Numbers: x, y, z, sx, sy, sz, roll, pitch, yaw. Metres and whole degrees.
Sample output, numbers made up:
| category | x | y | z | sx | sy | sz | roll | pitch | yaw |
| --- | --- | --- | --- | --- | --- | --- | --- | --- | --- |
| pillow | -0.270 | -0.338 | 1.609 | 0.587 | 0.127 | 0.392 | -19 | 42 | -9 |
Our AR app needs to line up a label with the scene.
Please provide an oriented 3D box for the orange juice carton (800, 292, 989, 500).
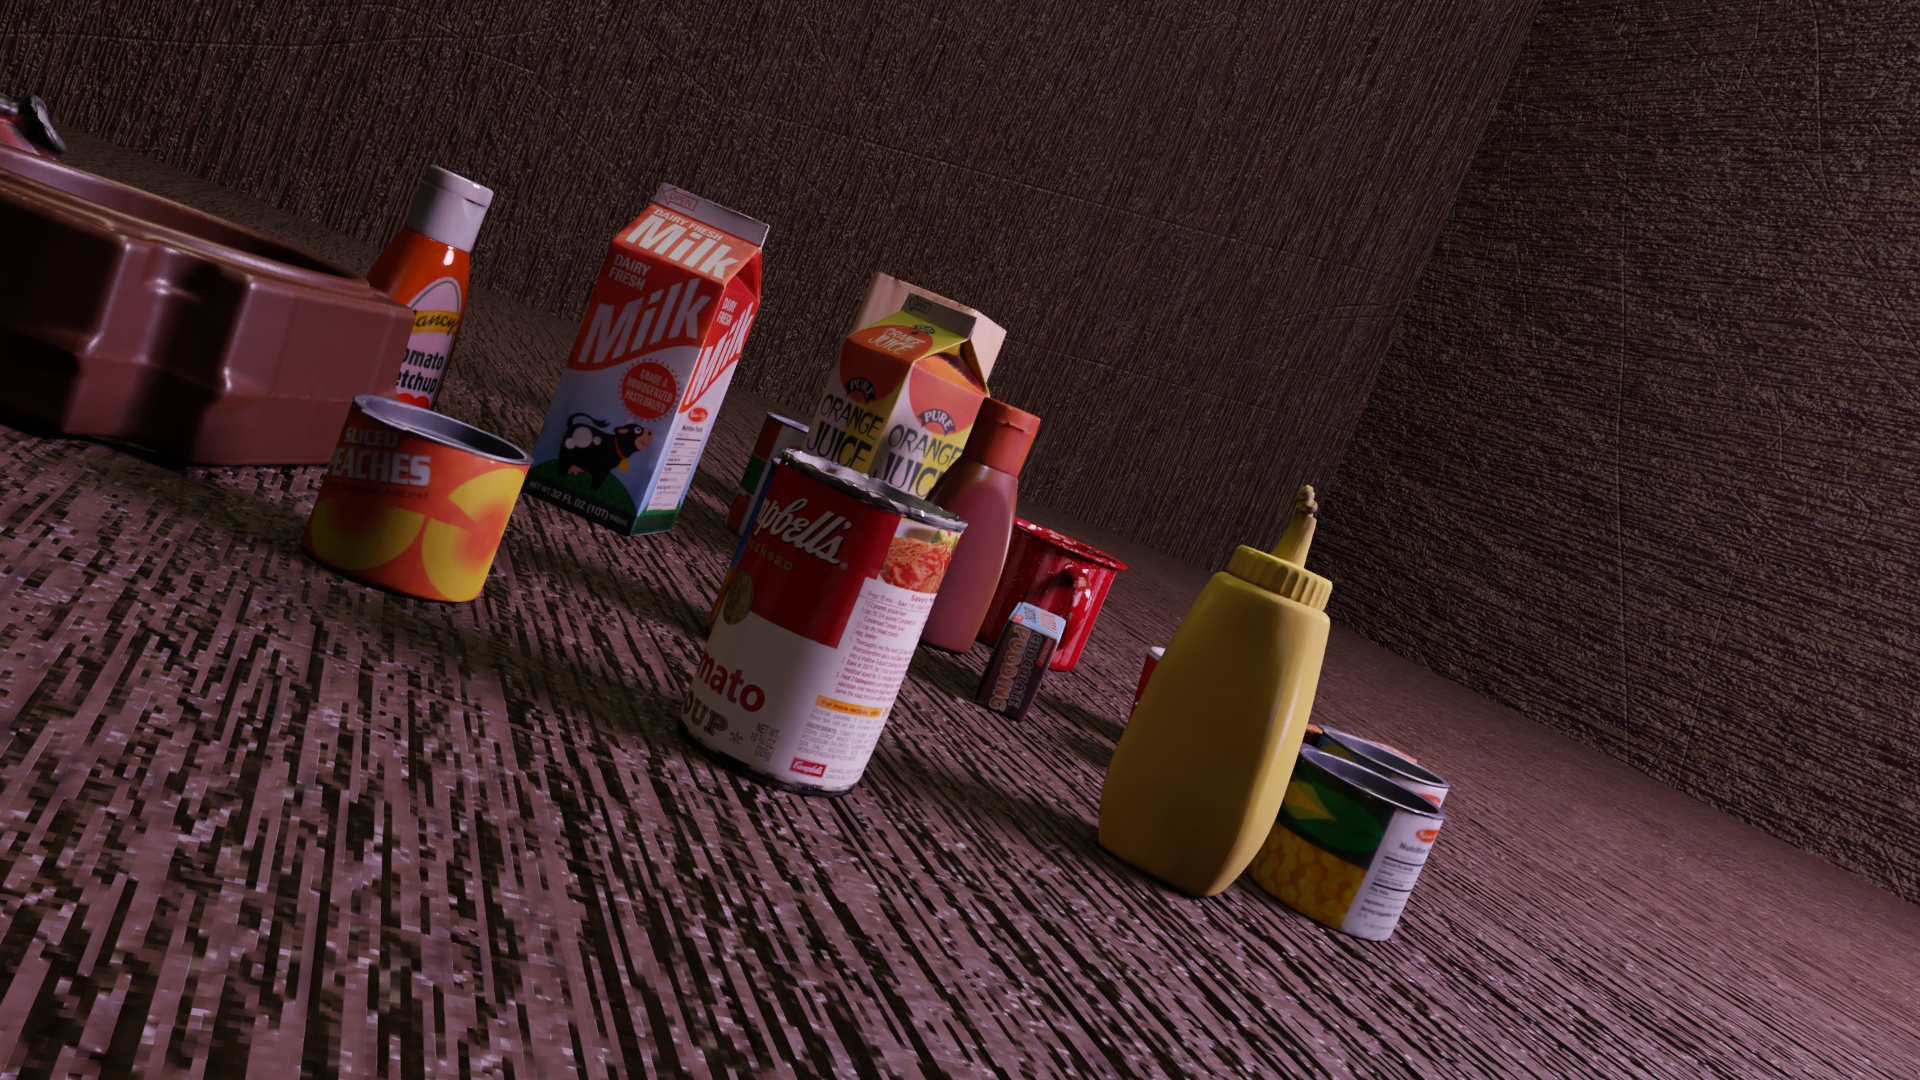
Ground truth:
| category | x | y | z | sx | sy | sz | roll | pitch | yaw |
| --- | --- | --- | --- | --- | --- | --- | --- | --- | --- |
| orange juice carton | -0.047 | -0.061 | 0.882 | 0.073 | 0.192 | 0.072 | 18 | 6 | -44 |

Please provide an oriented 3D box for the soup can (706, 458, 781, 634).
| category | x | y | z | sx | sy | sz | roll | pitch | yaw |
| --- | --- | --- | --- | --- | --- | --- | --- | --- | --- |
| soup can | -0.069 | 0.014 | 0.632 | 0.071 | 0.083 | 0.071 | 22 | 5 | -2 |

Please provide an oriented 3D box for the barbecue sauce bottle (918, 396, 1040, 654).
| category | x | y | z | sx | sy | sz | roll | pitch | yaw |
| --- | --- | --- | --- | --- | --- | --- | --- | --- | --- |
| barbecue sauce bottle | 0.003 | -0.010 | 0.823 | 0.065 | 0.148 | 0.044 | 21 | 5 | -19 |

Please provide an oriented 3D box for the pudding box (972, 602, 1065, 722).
| category | x | y | z | sx | sy | sz | roll | pitch | yaw |
| --- | --- | --- | --- | --- | --- | --- | --- | --- | --- |
| pudding box | 0.033 | 0.063 | 0.745 | 0.030 | 0.049 | 0.084 | 23 | 5 | 5 |

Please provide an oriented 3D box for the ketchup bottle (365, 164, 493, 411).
| category | x | y | z | sx | sy | sz | roll | pitch | yaw |
| --- | --- | --- | --- | --- | --- | --- | --- | --- | --- |
| ketchup bottle | -0.305 | -0.133 | 0.775 | 0.043 | 0.148 | 0.065 | 25 | 5 | 24 |

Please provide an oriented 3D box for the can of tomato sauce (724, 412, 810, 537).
| category | x | y | z | sx | sy | sz | roll | pitch | yaw |
| --- | --- | --- | --- | --- | --- | --- | --- | --- | --- |
| can of tomato sauce | -0.117 | -0.037 | 0.955 | 0.071 | 0.083 | 0.071 | 22 | 5 | -2 |

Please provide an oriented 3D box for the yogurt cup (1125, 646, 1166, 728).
| category | x | y | z | sx | sy | sz | roll | pitch | yaw |
| --- | --- | --- | --- | --- | --- | --- | --- | --- | --- |
| yogurt cup | 0.127 | 0.097 | 0.779 | 0.072 | 0.054 | 0.072 | 22 | 5 | -2 |

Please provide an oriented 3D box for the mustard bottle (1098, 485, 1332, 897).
| category | x | y | z | sx | sy | sz | roll | pitch | yaw |
| --- | --- | --- | --- | --- | --- | --- | --- | --- | --- |
| mustard bottle | 0.108 | 0.055 | 0.537 | 0.065 | 0.160 | 0.049 | 25 | 5 | 24 |

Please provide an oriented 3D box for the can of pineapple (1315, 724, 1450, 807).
| category | x | y | z | sx | sy | sz | roll | pitch | yaw |
| --- | --- | --- | --- | --- | --- | --- | --- | --- | --- |
| can of pineapple | 0.200 | 0.133 | 0.695 | 0.071 | 0.058 | 0.071 | 22 | 5 | -2 |

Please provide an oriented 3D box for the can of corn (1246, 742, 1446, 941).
| category | x | y | z | sx | sy | sz | roll | pitch | yaw |
| --- | --- | --- | --- | --- | --- | --- | --- | --- | --- |
| can of corn | 0.161 | 0.127 | 0.590 | 0.071 | 0.058 | 0.071 | 22 | 5 | -2 |

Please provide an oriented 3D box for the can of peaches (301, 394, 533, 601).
| category | x | y | z | sx | sy | sz | roll | pitch | yaw |
| --- | --- | --- | --- | --- | --- | --- | --- | --- | --- |
| can of peaches | -0.202 | -0.015 | 0.512 | 0.071 | 0.058 | 0.071 | 22 | 5 | -2 |

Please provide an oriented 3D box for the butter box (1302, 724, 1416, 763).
| category | x | y | z | sx | sy | sz | roll | pitch | yaw |
| --- | --- | --- | --- | --- | --- | --- | --- | --- | --- |
| butter box | 0.200 | 0.130 | 0.750 | 0.103 | 0.053 | 0.024 | 19 | 6 | -38 |

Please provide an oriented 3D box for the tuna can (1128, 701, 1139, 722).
| category | x | y | z | sx | sy | sz | roll | pitch | yaw |
| --- | --- | --- | --- | --- | --- | --- | --- | --- | --- |
| tuna can | 0.116 | 0.111 | 0.706 | 0.071 | 0.033 | 0.071 | 22 | 5 | -2 |

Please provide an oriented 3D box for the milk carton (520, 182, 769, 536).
| category | x | y | z | sx | sy | sz | roll | pitch | yaw |
| --- | --- | --- | --- | --- | --- | --- | --- | --- | --- |
| milk carton | -0.175 | -0.104 | 0.797 | 0.072 | 0.190 | 0.073 | 23 | 5 | 6 |
